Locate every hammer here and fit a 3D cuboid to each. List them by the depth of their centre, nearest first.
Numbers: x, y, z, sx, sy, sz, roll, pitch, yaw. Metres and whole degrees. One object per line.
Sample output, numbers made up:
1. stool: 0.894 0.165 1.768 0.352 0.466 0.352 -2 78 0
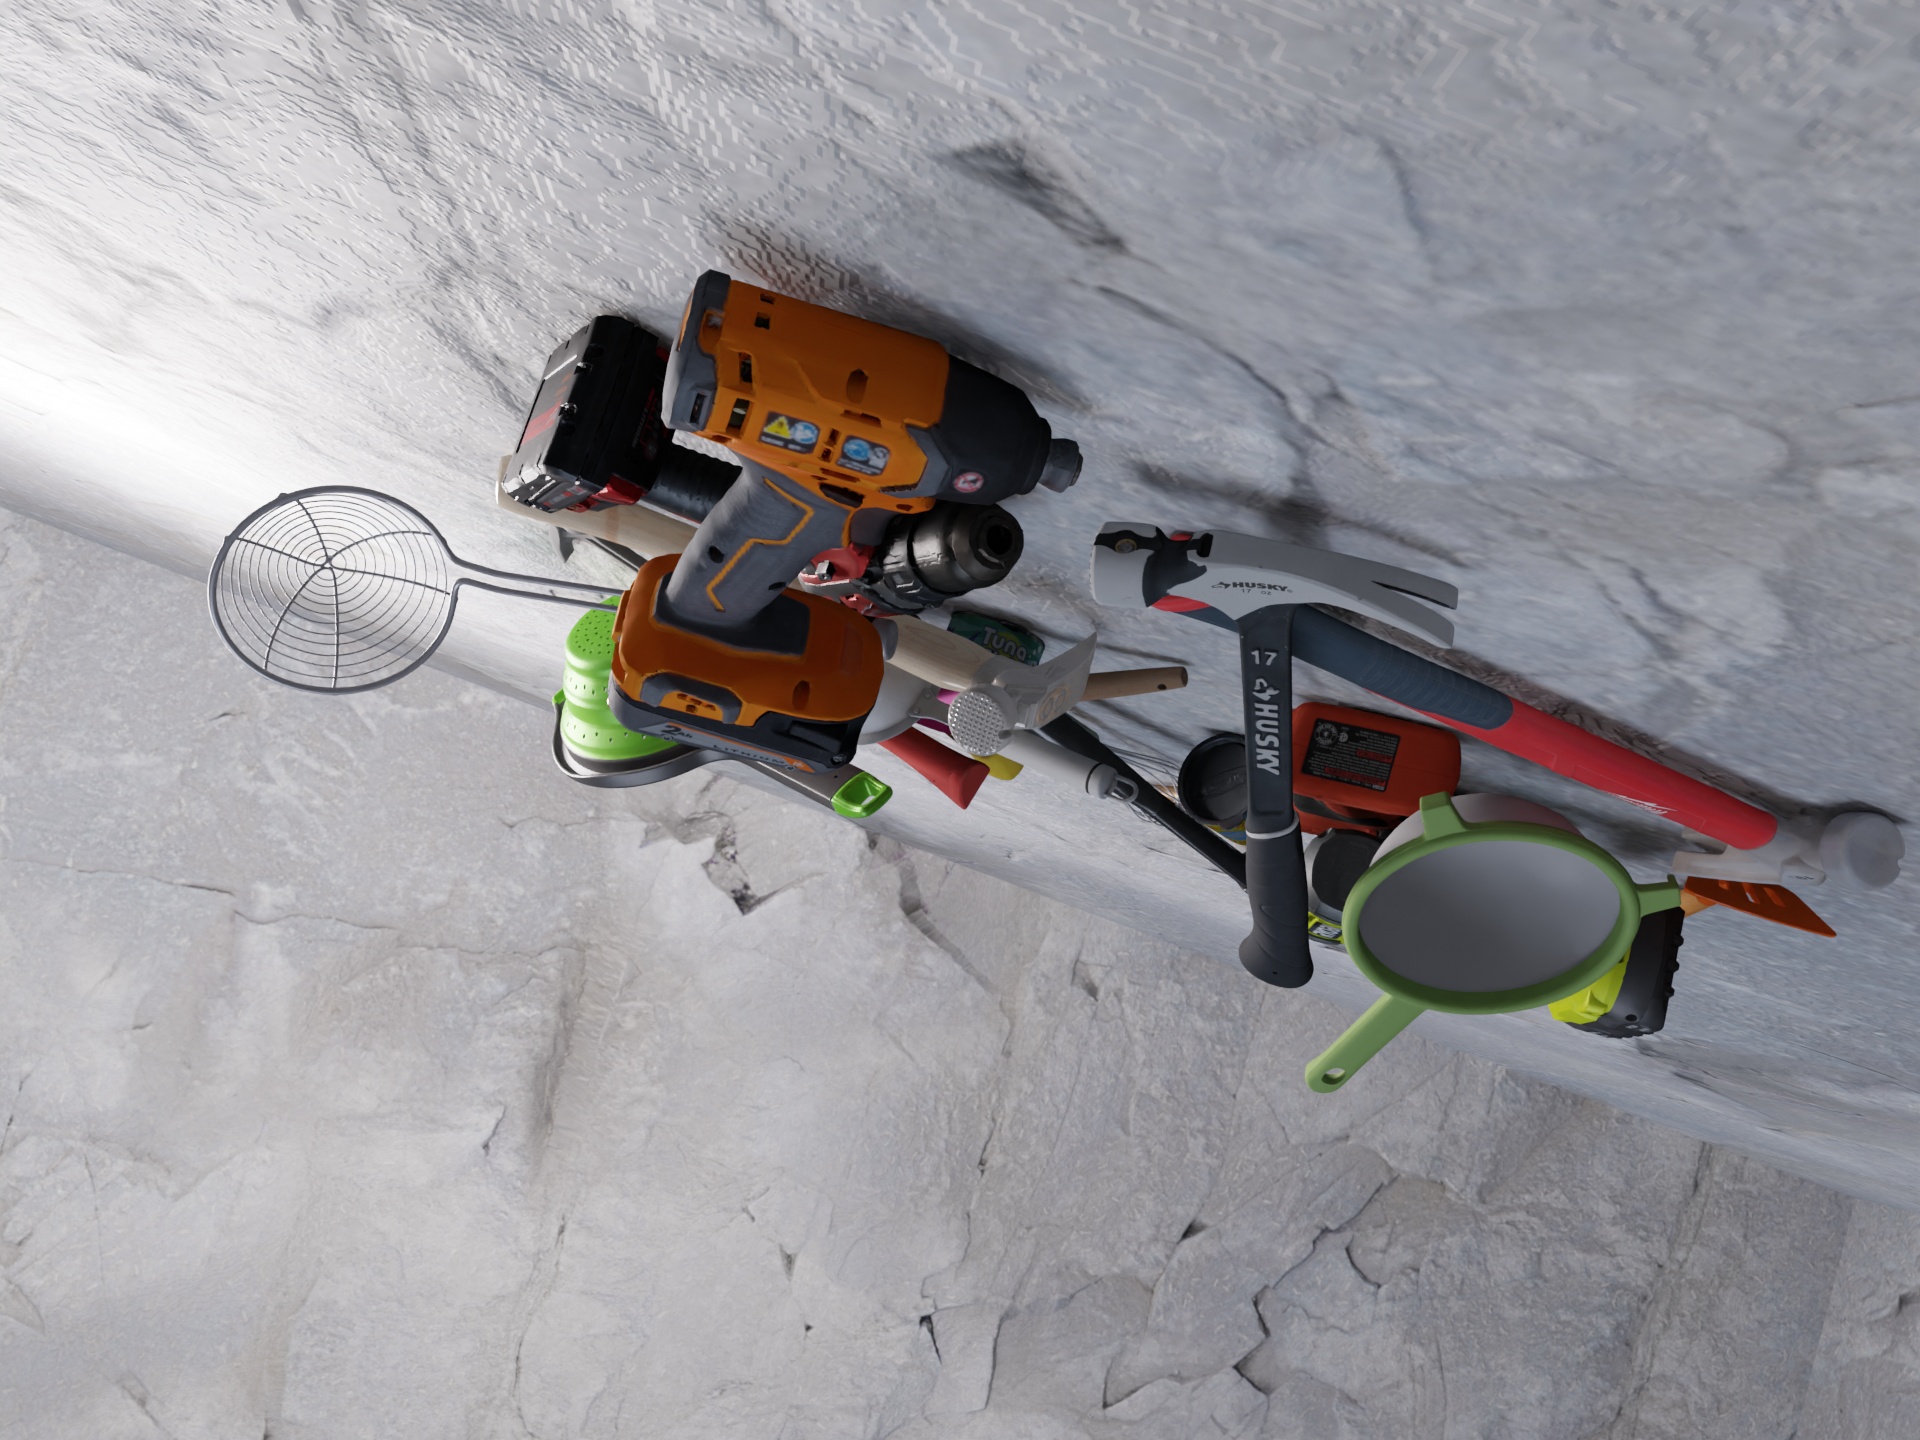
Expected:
1. hammer: 0.262 0.002 0.791 0.386 0.038 0.143 22 172 -12
2. hammer: 0.163 0.042 0.808 0.149 0.036 0.408 7 149 17
3. hammer: -0.116 -0.089 0.979 0.411 0.038 0.146 24 -153 22
4. hammer: -0.137 -0.047 1.151 0.359 0.037 0.149 34 168 -7
5. hammer: 0.130 0.053 1.162 0.334 0.035 0.146 36 -170 -22

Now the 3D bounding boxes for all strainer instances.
1. strainer: 0.263 0.122 0.894 0.151 0.069 0.256 19 134 -10
2. strainer: -0.002 -0.003 0.945 0.259 0.087 0.050 23 158 33

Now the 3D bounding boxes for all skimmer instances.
1. skimmer: -0.218 -0.052 0.848 0.363 0.090 0.127 9 123 13

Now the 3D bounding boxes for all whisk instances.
1. whisk: 0.104 0.022 1.232 0.058 0.059 0.246 -32 133 30

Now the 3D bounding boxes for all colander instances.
1. colander: -0.200 -0.022 1.244 0.397 0.204 0.094 23 143 43

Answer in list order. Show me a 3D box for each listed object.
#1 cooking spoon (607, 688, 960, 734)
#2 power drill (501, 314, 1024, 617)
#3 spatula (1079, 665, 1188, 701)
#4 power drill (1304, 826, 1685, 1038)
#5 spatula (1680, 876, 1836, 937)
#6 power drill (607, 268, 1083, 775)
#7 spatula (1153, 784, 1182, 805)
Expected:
1. cooking spoon: -0.103 -0.014 1.058 0.319 0.017 0.068 0 123 25
2. power drill: -0.092 -0.111 0.783 0.226 0.080 0.188 22 171 -26
3. spatula: -0.002 -0.014 1.034 0.316 0.018 0.059 -5 137 29
4. power drill: 0.316 0.131 0.999 0.223 0.080 0.171 15 168 9
5. spatula: 0.474 0.124 1.029 0.081 0.041 0.322 18 171 13
6. power drill: -0.057 -0.072 0.673 0.164 0.084 0.226 14 140 -13
7. spatula: 0.224 0.078 1.281 0.082 0.044 0.318 31 168 -26
